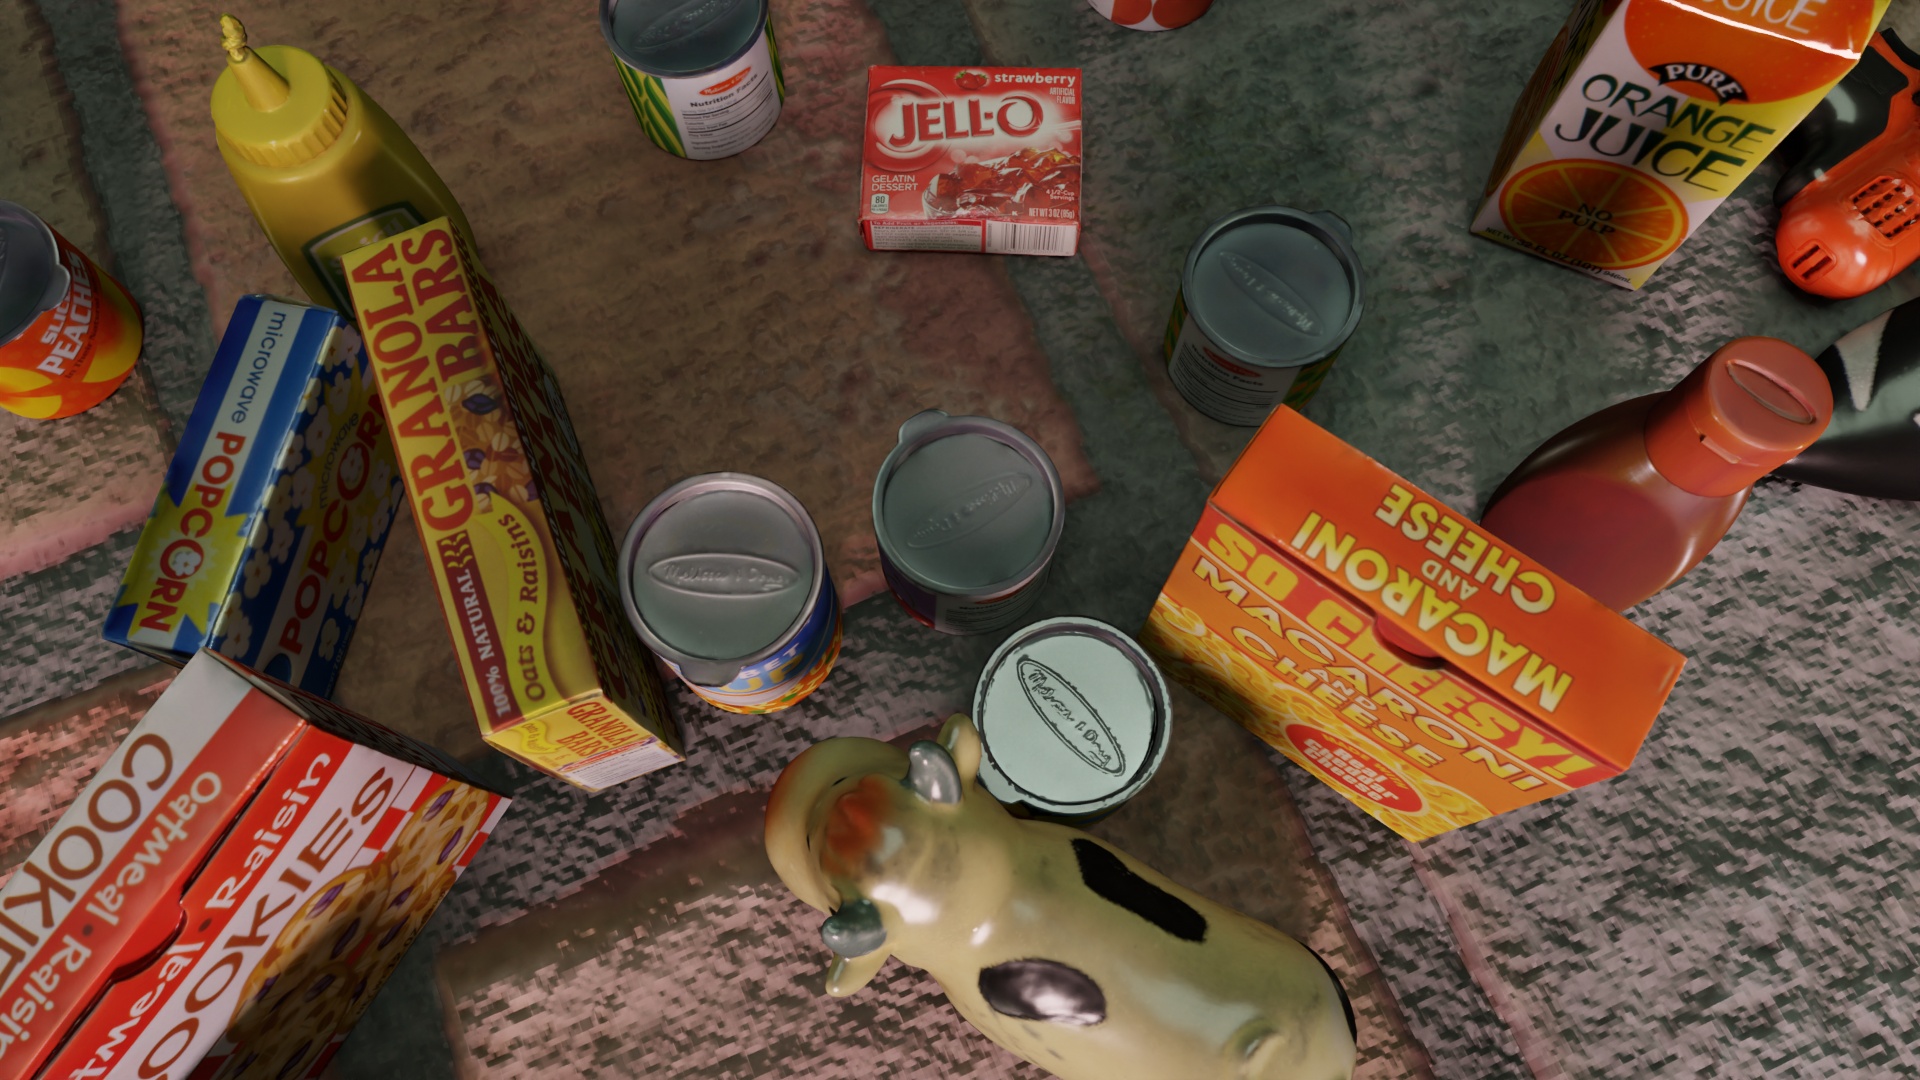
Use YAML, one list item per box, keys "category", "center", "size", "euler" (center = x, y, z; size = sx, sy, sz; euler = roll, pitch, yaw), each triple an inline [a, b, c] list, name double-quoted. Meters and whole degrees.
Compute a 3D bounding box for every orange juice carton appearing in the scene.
- category: "orange juice carton"
  center: [0.254, -0.172, 0.486]
  size: [0.072, 0.192, 0.073]
  euler: [22, 74, 7]

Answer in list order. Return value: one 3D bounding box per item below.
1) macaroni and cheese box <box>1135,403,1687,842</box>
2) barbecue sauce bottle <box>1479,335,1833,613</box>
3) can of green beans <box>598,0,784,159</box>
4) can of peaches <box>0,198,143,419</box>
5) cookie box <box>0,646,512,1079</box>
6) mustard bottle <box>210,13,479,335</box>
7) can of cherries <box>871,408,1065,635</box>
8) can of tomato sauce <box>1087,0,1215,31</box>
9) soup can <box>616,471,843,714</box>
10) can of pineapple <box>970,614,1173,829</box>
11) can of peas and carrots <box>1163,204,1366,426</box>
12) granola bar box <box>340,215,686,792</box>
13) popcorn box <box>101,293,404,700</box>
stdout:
- category: "macaroni and cheese box"
  center: [0.123, 0.036, 0.431]
  size: [0.124, 0.166, 0.040]
  euler: [34, 76, 10]
- category: "barbecue sauce bottle"
  center: [0.227, -0.019, 0.459]
  size: [0.065, 0.148, 0.044]
  euler: [39, 77, 12]
- category: "can of green beans"
  center: [-0.107, -0.199, 0.565]
  size: [0.071, 0.057, 0.071]
  euler: [0, 72, 0]
- category: "can of peaches"
  center: [-0.357, -0.086, 0.528]
  size: [0.071, 0.058, 0.071]
  euler: [0, 72, 0]
- category: "cookie box"
  center: [-0.206, 0.109, 0.406]
  size: [0.040, 0.167, 0.123]
  euler: [30, 75, 9]
- category: "mustard bottle"
  center: [-0.221, -0.126, 0.488]
  size: [0.065, 0.159, 0.049]
  euler: [-29, 74, -9]
- category: "can of cherries"
  center: [0.002, -0.006, 0.502]
  size: [0.071, 0.058, 0.071]
  euler: [0, 72, 0]
- category: "can of tomato sauce"
  center: [0.085, -0.263, 0.574]
  size: [0.071, 0.083, 0.071]
  euler: [0, 72, 0]
- category: "soup can"
  center: [-0.076, 0.024, 0.479]
  size: [0.071, 0.083, 0.071]
  euler: [0, 72, 0]
- category: "can of pineapple"
  center: [0.035, 0.065, 0.479]
  size: [0.071, 0.057, 0.071]
  euler: [0, 72, 0]
- category: "can of peas and carrots"
  center: [0.115, -0.086, 0.528]
  size: [0.071, 0.058, 0.071]
  euler: [0, 72, 0]
- category: "granola bar box"
  center: [-0.147, -0.005, 0.467]
  size: [0.039, 0.124, 0.166]
  euler: [-21, 73, -6]
- category: "popcorn box"
  center: [-0.238, -0.011, 0.489]
  size: [0.038, 0.085, 0.127]
  euler: [11, 72, 4]
